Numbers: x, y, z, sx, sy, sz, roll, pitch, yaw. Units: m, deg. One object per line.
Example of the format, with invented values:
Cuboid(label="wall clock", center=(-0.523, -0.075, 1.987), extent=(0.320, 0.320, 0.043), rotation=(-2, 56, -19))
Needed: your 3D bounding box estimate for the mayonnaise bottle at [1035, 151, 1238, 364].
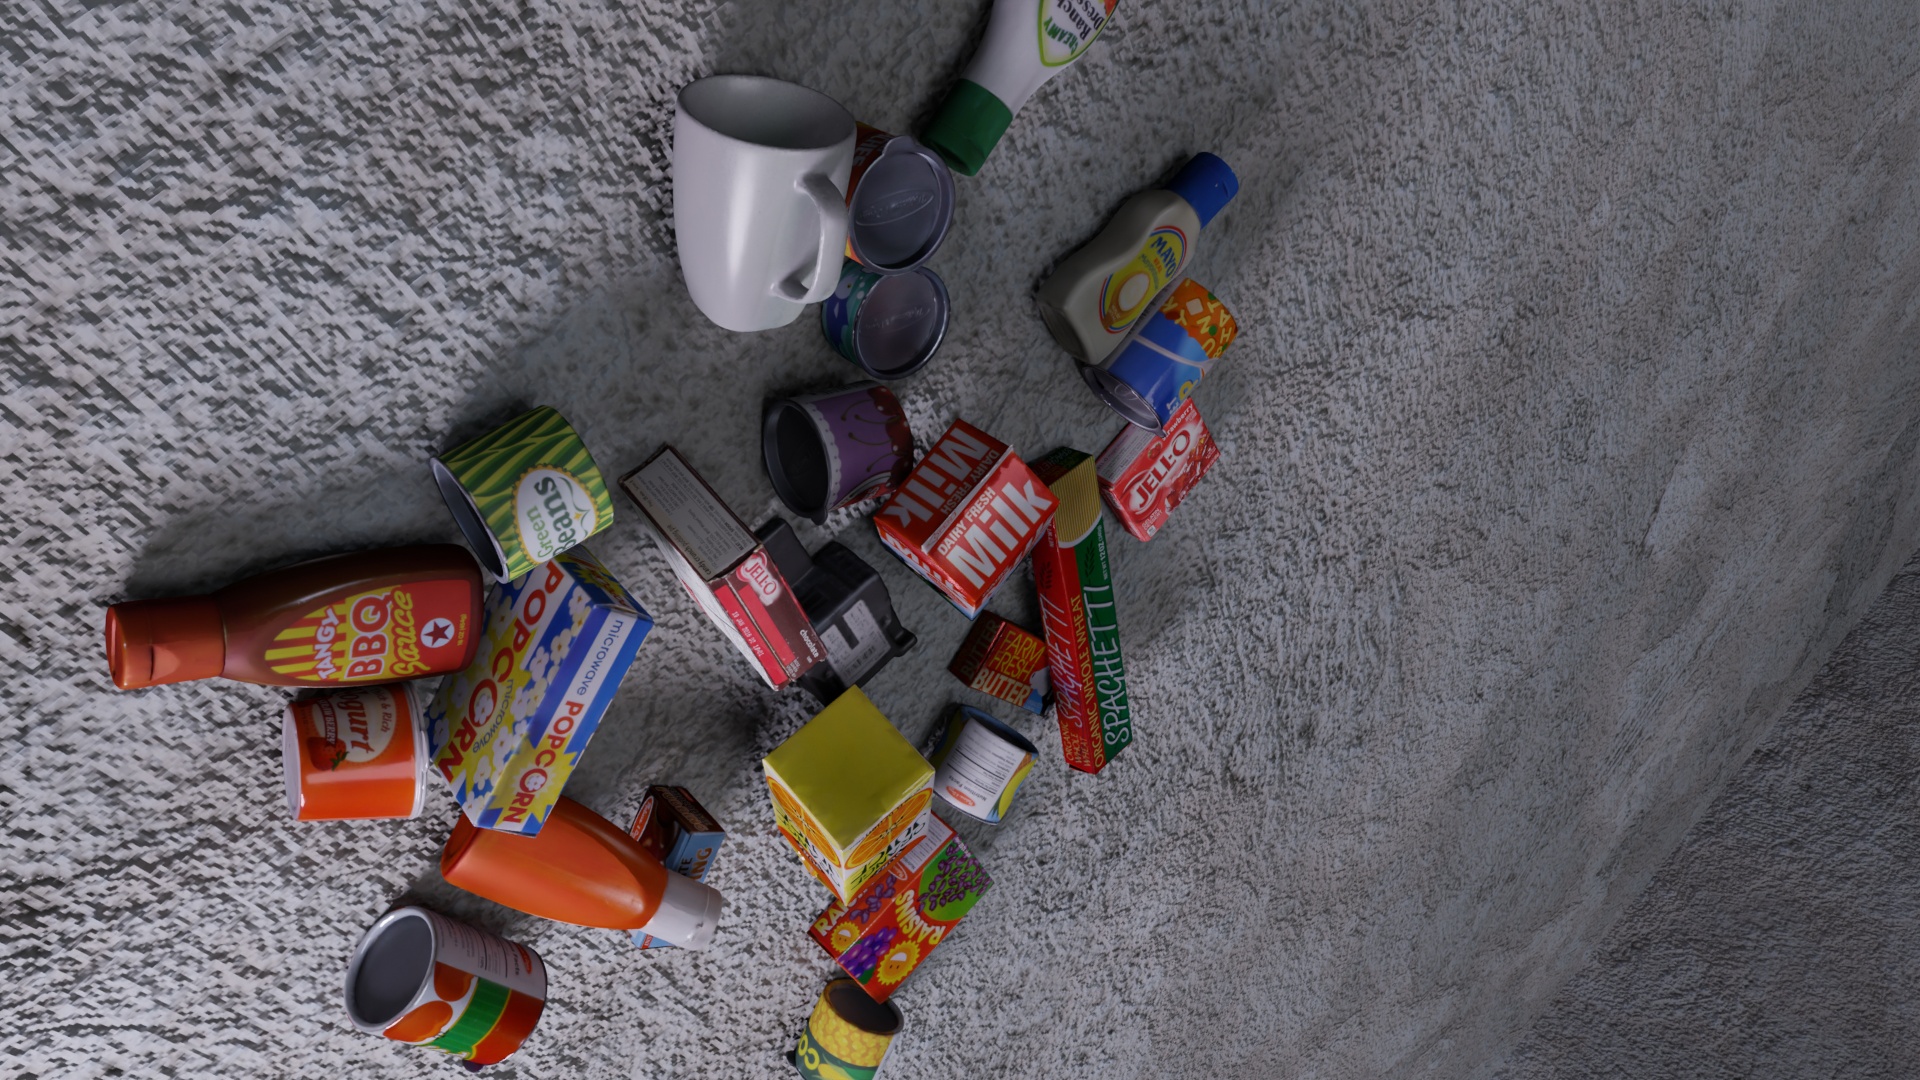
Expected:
Cuboid(label="mayonnaise bottle", center=(0.113, -0.181, 0.869), extent=(0.148, 0.041, 0.064), rotation=(-47, 137, -10))

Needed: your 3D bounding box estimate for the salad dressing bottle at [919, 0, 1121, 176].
Cuboid(label="salad dressing bottle", center=(0.034, -0.264, 0.738), extent=(0.147, 0.044, 0.064), rotation=(-55, 140, 0))

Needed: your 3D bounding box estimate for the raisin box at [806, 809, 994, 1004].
Cuboid(label="raisin box", center=(-0.042, 0.266, 1.013), extent=(0.124, 0.040, 0.085), rotation=(-45, 139, -15))

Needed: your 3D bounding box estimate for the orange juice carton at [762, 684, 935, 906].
Cuboid(label="orange juice carton", center=(-0.068, 0.169, 0.870), extent=(0.072, 0.073, 0.191), rotation=(-38, 162, -20))

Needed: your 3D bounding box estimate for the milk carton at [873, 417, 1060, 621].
Cuboid(label="milk carton", center=(0.003, -0.010, 0.777), extent=(0.072, 0.073, 0.190), rotation=(-50, 176, -7))

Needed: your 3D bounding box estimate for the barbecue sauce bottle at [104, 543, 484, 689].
Cuboid(label="barbecue sauce bottle", center=(-0.293, 0.038, 0.621), extent=(0.149, 0.044, 0.064), rotation=(-6, 121, -41))

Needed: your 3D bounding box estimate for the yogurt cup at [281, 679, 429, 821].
Cuboid(label="yogurt cup", center=(-0.286, 0.101, 0.654), extent=(0.054, 0.072, 0.072), rotation=(-3, 118, -33))

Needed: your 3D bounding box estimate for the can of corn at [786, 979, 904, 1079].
Cuboid(label="can of corn", center=(-0.084, 0.364, 1.017), extent=(0.071, 0.071, 0.058), rotation=(14, 105, -47))

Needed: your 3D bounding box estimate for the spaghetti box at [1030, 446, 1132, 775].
Cuboid(label="spaghetti box", center=(0.083, 0.055, 0.973), extent=(0.050, 0.029, 0.248), rotation=(-35, 127, -35))

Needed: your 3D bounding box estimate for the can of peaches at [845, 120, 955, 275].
Cuboid(label="can of peaches", center=(-0.046, -0.177, 0.707), extent=(0.071, 0.058, 0.071), rotation=(-23, 129, -31))

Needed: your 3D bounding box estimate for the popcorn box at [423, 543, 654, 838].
Cuboid(label="popcorn box", center=(-0.212, 0.069, 0.686), extent=(0.038, 0.085, 0.126), rotation=(24, 98, -47))

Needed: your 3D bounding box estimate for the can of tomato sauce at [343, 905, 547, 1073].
Cuboid(label="can of tomato sauce", center=(-0.278, 0.242, 0.750), extent=(0.071, 0.071, 0.083), rotation=(-51, 138, -6))

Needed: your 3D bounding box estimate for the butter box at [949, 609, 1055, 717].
Cuboid(label="butter box", center=(0.040, 0.088, 0.987), extent=(0.103, 0.024, 0.053), rotation=(28, 93, -49))

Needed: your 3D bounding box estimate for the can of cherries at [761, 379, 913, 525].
Cuboid(label="can of cherries", center=(-0.066, -0.048, 0.762), extent=(0.058, 0.071, 0.071), rotation=(-18, 127, -36))

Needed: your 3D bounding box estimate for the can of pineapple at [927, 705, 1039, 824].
Cuboid(label="can of pineapple", center=(0.014, 0.157, 0.976), extent=(0.071, 0.071, 0.058), rotation=(27, 96, -49))

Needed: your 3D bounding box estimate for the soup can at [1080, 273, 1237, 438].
Cuboid(label="soup can", center=(0.132, -0.121, 0.905), extent=(0.084, 0.071, 0.071), rotation=(-50, 139, -7))

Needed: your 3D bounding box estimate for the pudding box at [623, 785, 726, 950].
Cuboid(label="pudding box", center=(-0.178, 0.195, 0.828), extent=(0.030, 0.050, 0.083), rotation=(12, 106, -49))

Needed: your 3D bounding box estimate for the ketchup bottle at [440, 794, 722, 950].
Cuboid(label="ketchup bottle", center=(-0.202, 0.183, 0.761), extent=(0.148, 0.043, 0.064), rotation=(32, 97, -26))

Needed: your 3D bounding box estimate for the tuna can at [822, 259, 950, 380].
Cuboid(label="tuna can", center=(-0.041, -0.126, 0.763), extent=(0.071, 0.033, 0.070), rotation=(-24, 130, -32))

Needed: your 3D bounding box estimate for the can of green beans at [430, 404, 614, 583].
Cuboid(label="can of green beans", center=(-0.204, -0.022, 0.650), extent=(0.058, 0.071, 0.071), rotation=(-32, 134, -25))
